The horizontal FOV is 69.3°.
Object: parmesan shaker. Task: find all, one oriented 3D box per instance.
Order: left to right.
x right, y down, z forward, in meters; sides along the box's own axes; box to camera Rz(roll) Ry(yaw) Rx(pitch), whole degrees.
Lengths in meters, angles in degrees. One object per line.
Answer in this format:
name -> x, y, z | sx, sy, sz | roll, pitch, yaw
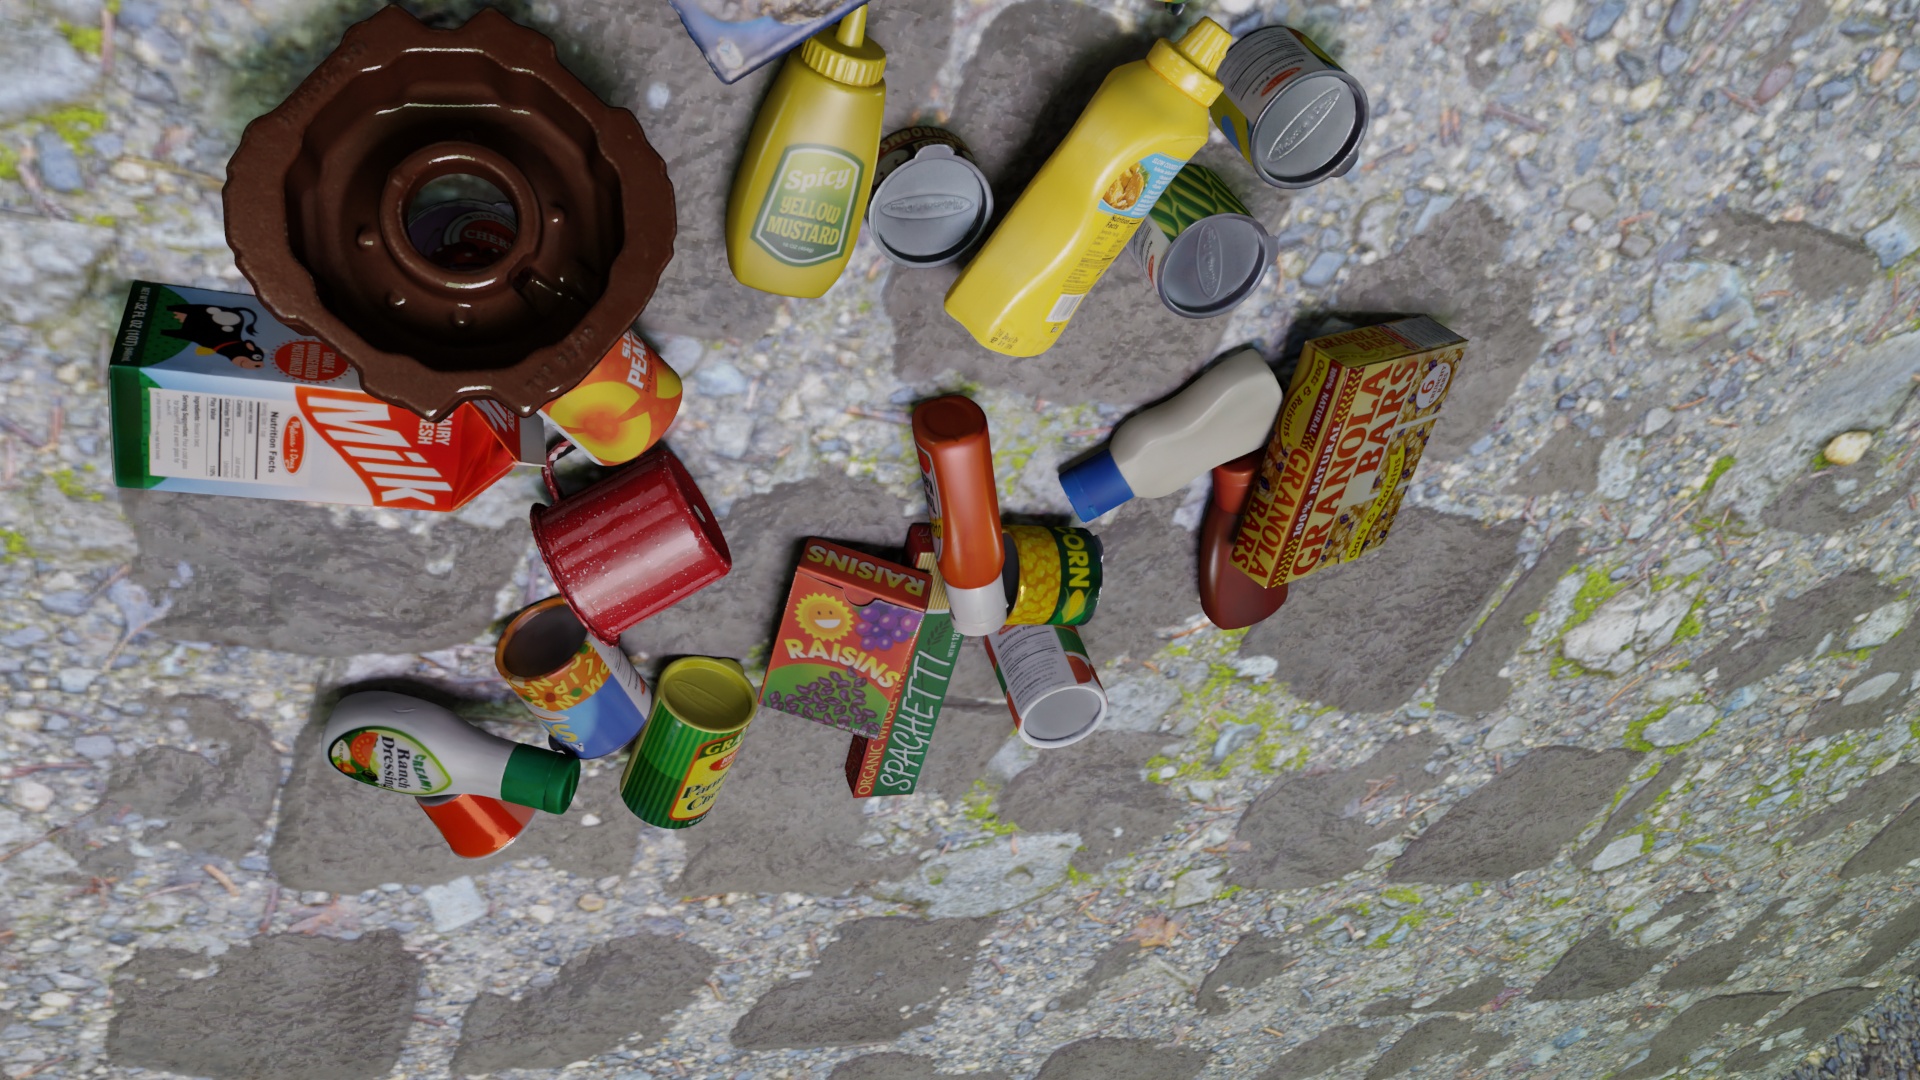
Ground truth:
parmesan shaker -> -0.181, 0.135, 0.929 | 0.071, 0.071, 0.102 | 7, 129, -27

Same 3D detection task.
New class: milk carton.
milk carton -> -0.304, -0.067, 0.686 | 0.191, 0.072, 0.073 | 5, 129, -24

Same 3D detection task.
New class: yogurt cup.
yogurt cup -> -0.317, 0.166, 0.905 | 0.072, 0.073, 0.053 | -25, 127, 3

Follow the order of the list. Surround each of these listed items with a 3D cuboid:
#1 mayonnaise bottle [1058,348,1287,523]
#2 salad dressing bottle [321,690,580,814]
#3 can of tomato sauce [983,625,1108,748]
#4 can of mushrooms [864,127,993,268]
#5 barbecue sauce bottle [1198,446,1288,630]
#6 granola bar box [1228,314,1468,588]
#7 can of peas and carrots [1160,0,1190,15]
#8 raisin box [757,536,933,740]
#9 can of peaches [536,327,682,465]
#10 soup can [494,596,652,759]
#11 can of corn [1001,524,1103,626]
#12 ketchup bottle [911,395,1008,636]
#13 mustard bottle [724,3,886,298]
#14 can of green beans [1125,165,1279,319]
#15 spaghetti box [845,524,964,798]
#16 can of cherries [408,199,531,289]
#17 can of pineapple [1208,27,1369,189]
mayonnaise bottle -> 0.135, -0.062, 0.885 | 0.148, 0.041, 0.064 | -29, 136, 8
salad dressing bottle -> -0.310, 0.133, 0.850 | 0.148, 0.044, 0.064 | 13, 122, 0
can of tomato sauce -> 0.060, 0.094, 0.970 | 0.071, 0.083, 0.070 | -11, 134, -11
can of mushrooms -> -0.018, -0.179, 0.719 | 0.071, 0.033, 0.070 | -11, 134, -11
barbecue sauce bottle -> 0.195, -0.004, 0.959 | 0.065, 0.044, 0.147 | -25, 136, -12
granola bar box -> 0.250, -0.056, 0.897 | 0.124, 0.039, 0.164 | -15, 132, -35
can of peas and carrots -> 0.080, -0.282, 0.638 | 0.059, 0.071, 0.070 | 0, 131, -20
raisin box -> -0.076, 0.065, 0.901 | 0.086, 0.040, 0.122 | 19, 126, -4
can of peaches -> -0.185, -0.082, 0.721 | 0.071, 0.071, 0.058 | -32, 135, 9
soup can -> -0.240, 0.087, 0.857 | 0.071, 0.071, 0.083 | -22, 135, 0
can of corn -> 0.053, 0.022, 0.911 | 0.058, 0.071, 0.070 | 2, 130, -22
ketchup bottle -> 0.003, -0.011, 0.846 | 0.043, 0.065, 0.148 | -13, 123, -5
mustard bottle -> -0.070, -0.195, 0.673 | 0.065, 0.049, 0.159 | 5, 129, -23
can of green beans -> 0.130, -0.166, 0.772 | 0.071, 0.058, 0.071 | -11, 134, -11
spaghetti box -> -0.034, 0.091, 0.970 | 0.050, 0.029, 0.248 | 0, 131, -20
can of cherries -> -0.236, -0.123, 0.669 | 0.071, 0.058, 0.071 | -11, 134, -11
can of pineapple -> 0.172, -0.227, 0.732 | 0.071, 0.058, 0.070 | -11, 134, -11
